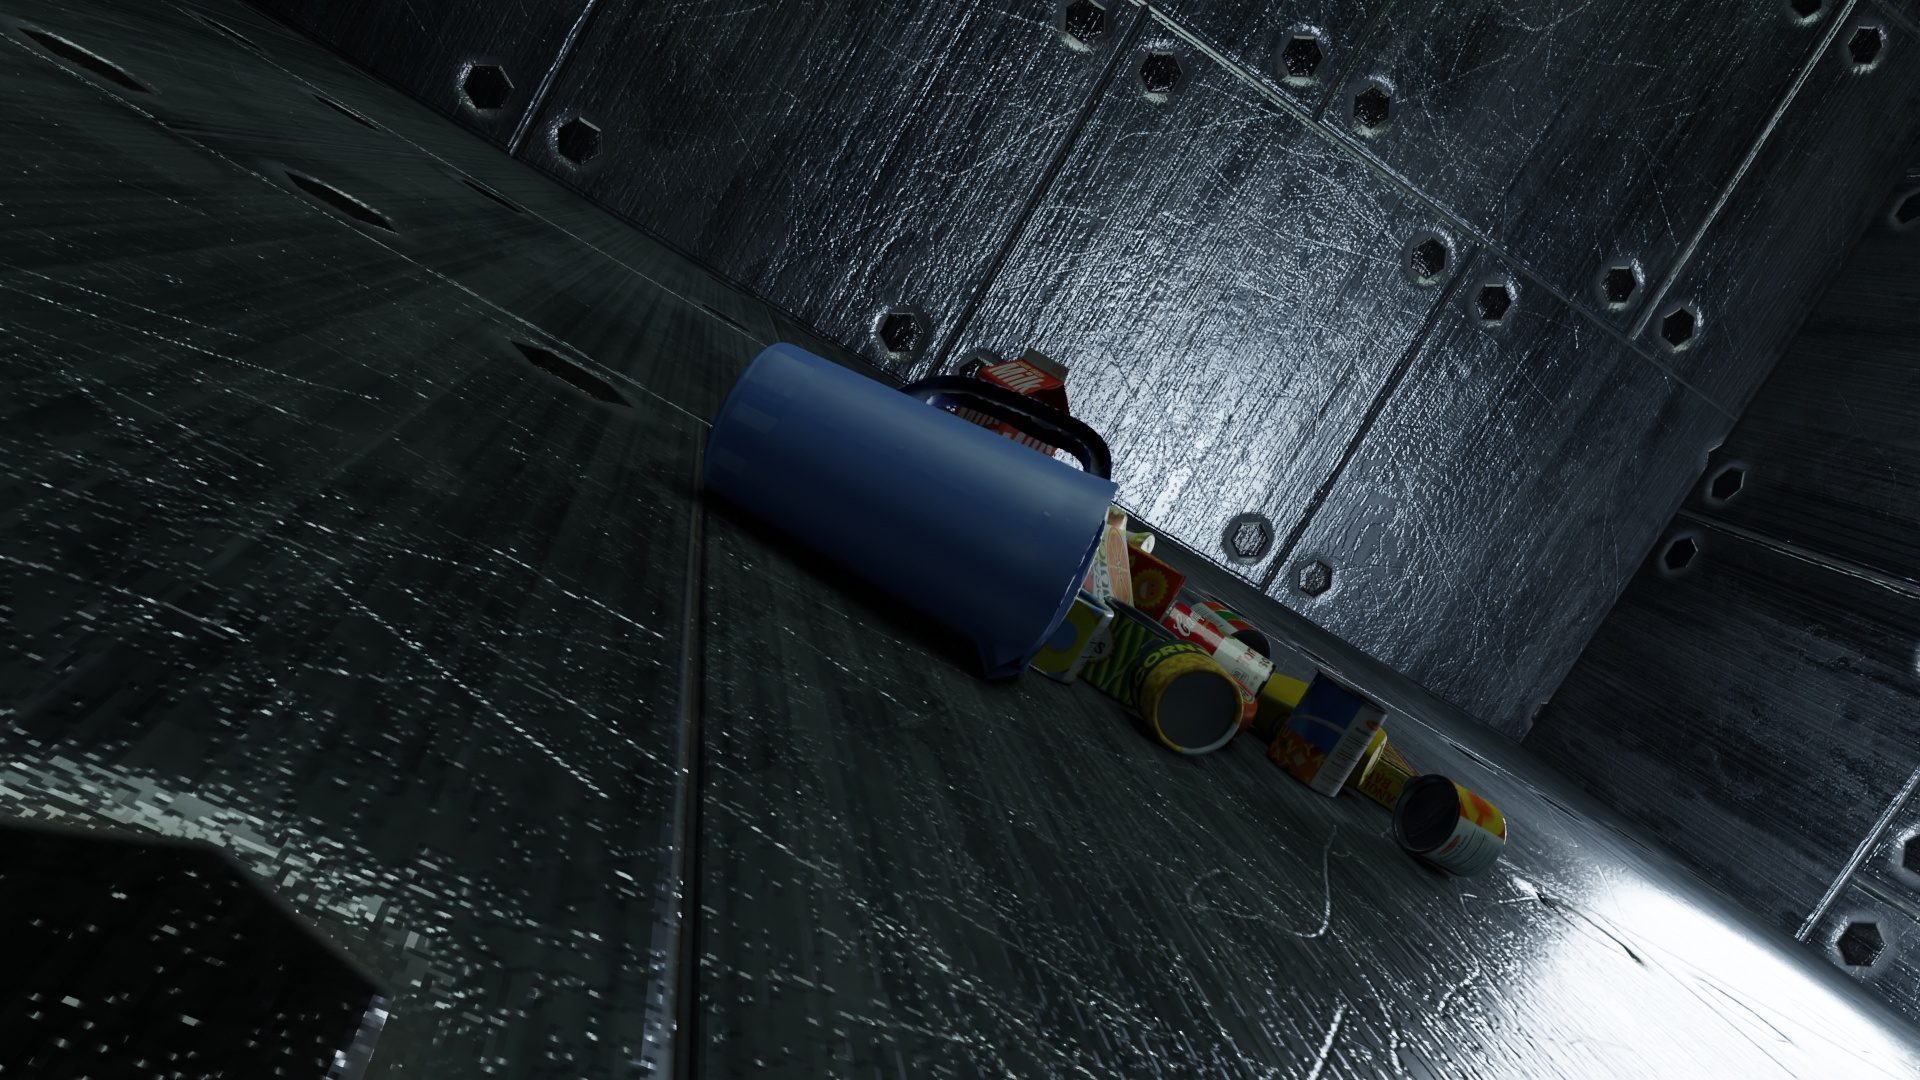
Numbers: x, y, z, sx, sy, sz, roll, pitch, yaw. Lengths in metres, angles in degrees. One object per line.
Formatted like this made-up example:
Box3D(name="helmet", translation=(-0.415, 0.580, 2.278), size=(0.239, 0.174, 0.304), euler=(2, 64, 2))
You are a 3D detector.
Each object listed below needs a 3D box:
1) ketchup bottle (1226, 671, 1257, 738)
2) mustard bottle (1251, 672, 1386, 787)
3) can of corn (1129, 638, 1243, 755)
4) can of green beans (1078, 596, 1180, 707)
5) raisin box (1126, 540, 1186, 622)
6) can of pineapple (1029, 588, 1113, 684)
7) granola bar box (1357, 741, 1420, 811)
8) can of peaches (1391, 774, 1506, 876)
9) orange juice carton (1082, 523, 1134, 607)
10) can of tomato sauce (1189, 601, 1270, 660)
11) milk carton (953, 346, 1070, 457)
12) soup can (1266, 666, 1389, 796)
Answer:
Box3D(name="ketchup bottle", translation=(0.193, 0.128, 1.069), size=(0.065, 0.043, 0.149), euler=(33, 8, 13))
Box3D(name="mustard bottle", translation=(0.292, 0.155, 1.225), size=(0.160, 0.065, 0.049), euler=(30, 45, 26))
Box3D(name="can of corn", translation=(0.154, 0.106, 0.959), size=(0.071, 0.071, 0.058), euler=(30, 7, -13))
Box3D(name="can of green beans", translation=(0.121, 0.083, 1.025), size=(0.071, 0.057, 0.071), euler=(31, 7, -4))
Box3D(name="raisin box", translation=(0.130, 0.038, 1.250), size=(0.123, 0.086, 0.040), euler=(28, 6, -25))
Box3D(name="can of pineapple", translation=(0.063, 0.057, 0.961), size=(0.071, 0.058, 0.071), euler=(30, 7, -4))
Box3D(name="granola bar box", translation=(0.372, 0.199, 1.331), size=(0.124, 0.039, 0.166), euler=(32, 8, 5))
Box3D(name="can of peaches", translation=(0.387, 0.225, 1.104), size=(0.058, 0.071, 0.071), euler=(29, 7, -24))
Box3D(name="orange juice carton", translation=(0.075, 0.023, 1.076), size=(0.072, 0.073, 0.193), euler=(-8, -8, 20))
Box3D(name="can of tomato sauce", translation=(0.271, 0.108, 1.431), size=(0.071, 0.071, 0.083), euler=(28, 7, -26))
Box3D(name="milk carton", translation=(0.032, -0.085, 1.271), size=(0.073, 0.190, 0.072), euler=(25, 9, -40))
Box3D(name="soup can", translation=(0.301, 0.157, 1.147), size=(0.071, 0.083, 0.071), euler=(31, 7, -4))
